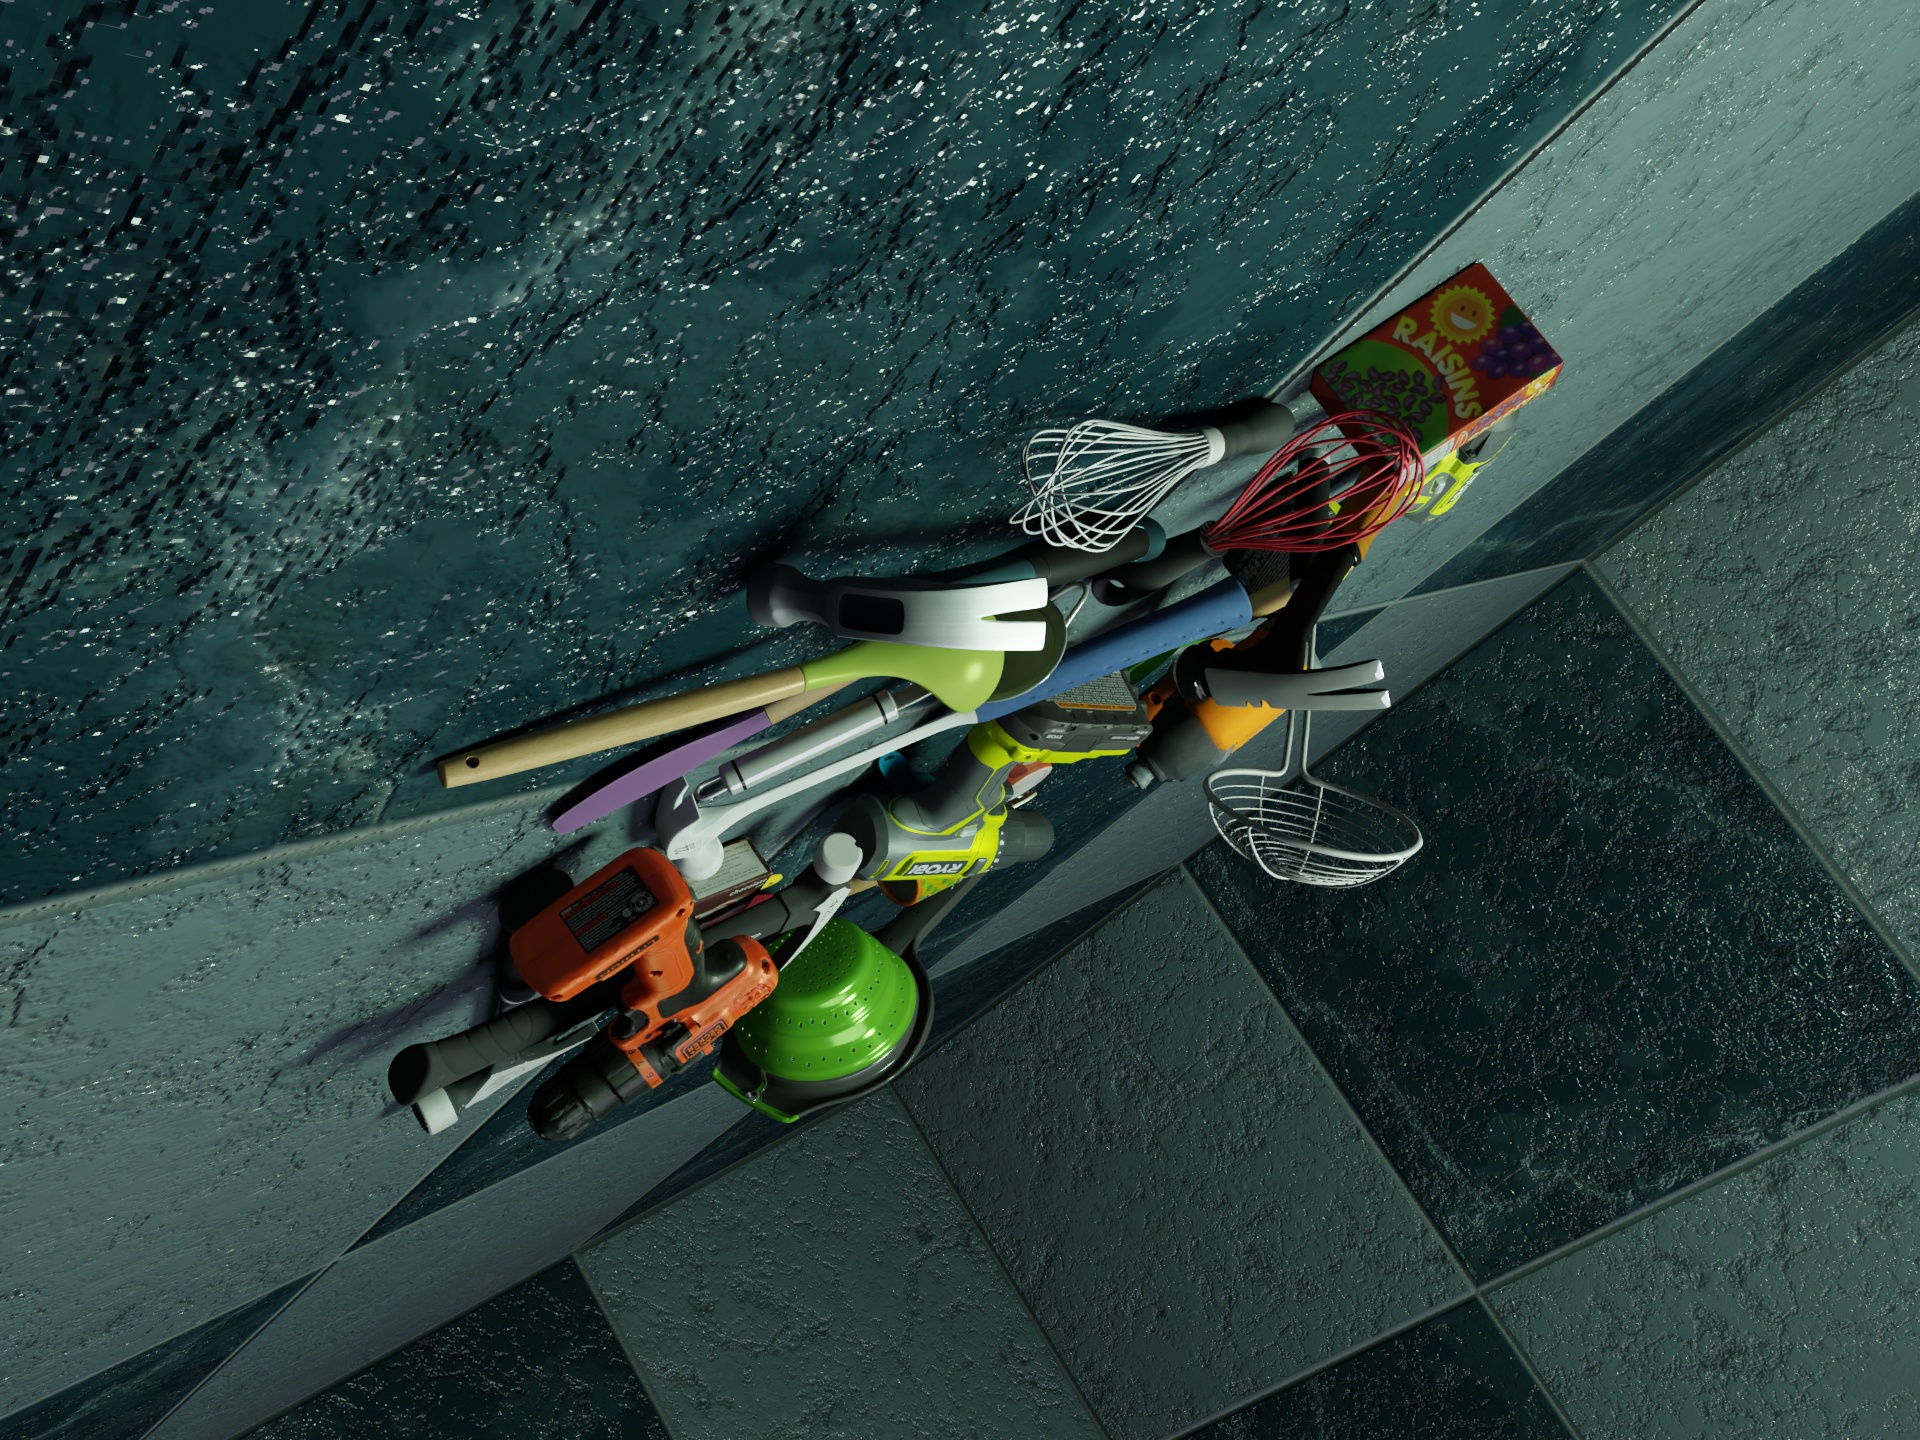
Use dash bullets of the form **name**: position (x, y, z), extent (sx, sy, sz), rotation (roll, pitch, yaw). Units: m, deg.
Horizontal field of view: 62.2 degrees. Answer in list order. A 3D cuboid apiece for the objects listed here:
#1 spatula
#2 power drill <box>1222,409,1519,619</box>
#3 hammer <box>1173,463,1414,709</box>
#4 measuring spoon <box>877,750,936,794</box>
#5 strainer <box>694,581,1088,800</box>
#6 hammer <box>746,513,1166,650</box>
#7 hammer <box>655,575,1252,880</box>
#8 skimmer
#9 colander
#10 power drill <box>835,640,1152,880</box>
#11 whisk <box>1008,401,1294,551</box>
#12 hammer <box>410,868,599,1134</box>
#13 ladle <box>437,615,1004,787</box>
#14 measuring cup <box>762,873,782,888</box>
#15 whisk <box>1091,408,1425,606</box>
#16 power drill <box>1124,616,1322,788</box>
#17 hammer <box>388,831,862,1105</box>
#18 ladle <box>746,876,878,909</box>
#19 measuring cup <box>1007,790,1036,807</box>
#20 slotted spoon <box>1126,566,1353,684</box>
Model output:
- **spatula**: position (-0.090, -0.017, 0.909), extent (0.316, 0.018, 0.059), rotation (-30, 171, -13)
- **power drill**: position (0.319, -0.172, 1.207), extent (0.223, 0.080, 0.171), rotation (-34, 168, -18)
- **hammer**: position (0.257, -0.125, 0.999), extent (0.127, 0.034, 0.337), rotation (4, -137, 37)
- **measuring spoon**: position (-0.047, 0.038, 1.219), extent (0.042, 0.021, 0.128), rotation (-29, 157, 0)
- **strainer**: position (-0.037, -0.011, 0.932), extent (0.258, 0.087, 0.050), rotation (-25, 139, -10)
- **hammer**: position (0.032, -0.081, 0.848), extent (0.331, 0.128, 0.033), rotation (-24, 120, -59)
- **hammer**: position (-0.002, -0.003, 1.009), extent (0.405, 0.035, 0.144), rotation (-23, 164, -8)
- **skimmer**: position (0.224, -0.052, 0.994), extent (0.127, 0.364, 0.090), rotation (11, 147, 0)
- **colander**: position (-0.082, 0.203, 1.530), extent (0.397, 0.205, 0.094), rotation (-44, 139, -34)
- **power drill**: position (0.037, 0.042, 1.185), extent (0.190, 0.080, 0.228), rotation (3, 142, -39)
- **whisk**: position (0.116, -0.145, 0.874), extent (0.284, 0.070, 0.070), rotation (-26, 165, -50)
- **hammer**: position (-0.303, 0.191, 1.103), extent (0.149, 0.036, 0.408), rotation (-27, 165, -30)
- **ladle**: position (-0.110, -0.010, 0.815), extent (0.320, 0.078, 0.062), rotation (-17, 166, -31)
- **measuring cup**: position (-0.192, 0.152, 1.231), extent (0.156, 0.029, 0.062), rotation (-17, 159, -46)
- **whisk**: position (0.166, -0.115, 0.963), extent (0.073, 0.073, 0.296), rotation (-25, -178, -32)
- **power drill**: position (0.188, -0.003, 1.261), extent (0.164, 0.084, 0.226), rotation (-38, 179, -2)
- **hammer**: position (-0.222, 0.176, 1.076), extent (0.334, 0.035, 0.146), rotation (-22, 157, -35)
- **ladle**: position (-0.119, 0.154, 1.426), extent (0.069, 0.031, 0.315), rotation (-41, 166, 26)
- **measuring cup**: position (-0.013, 0.076, 1.308), extent (0.167, 0.038, 0.083), rotation (-22, -169, -22)
- **slotted spoon**: position (0.204, -0.077, 1.218), extent (0.070, 0.031, 0.314), rotation (-30, -179, -25)
